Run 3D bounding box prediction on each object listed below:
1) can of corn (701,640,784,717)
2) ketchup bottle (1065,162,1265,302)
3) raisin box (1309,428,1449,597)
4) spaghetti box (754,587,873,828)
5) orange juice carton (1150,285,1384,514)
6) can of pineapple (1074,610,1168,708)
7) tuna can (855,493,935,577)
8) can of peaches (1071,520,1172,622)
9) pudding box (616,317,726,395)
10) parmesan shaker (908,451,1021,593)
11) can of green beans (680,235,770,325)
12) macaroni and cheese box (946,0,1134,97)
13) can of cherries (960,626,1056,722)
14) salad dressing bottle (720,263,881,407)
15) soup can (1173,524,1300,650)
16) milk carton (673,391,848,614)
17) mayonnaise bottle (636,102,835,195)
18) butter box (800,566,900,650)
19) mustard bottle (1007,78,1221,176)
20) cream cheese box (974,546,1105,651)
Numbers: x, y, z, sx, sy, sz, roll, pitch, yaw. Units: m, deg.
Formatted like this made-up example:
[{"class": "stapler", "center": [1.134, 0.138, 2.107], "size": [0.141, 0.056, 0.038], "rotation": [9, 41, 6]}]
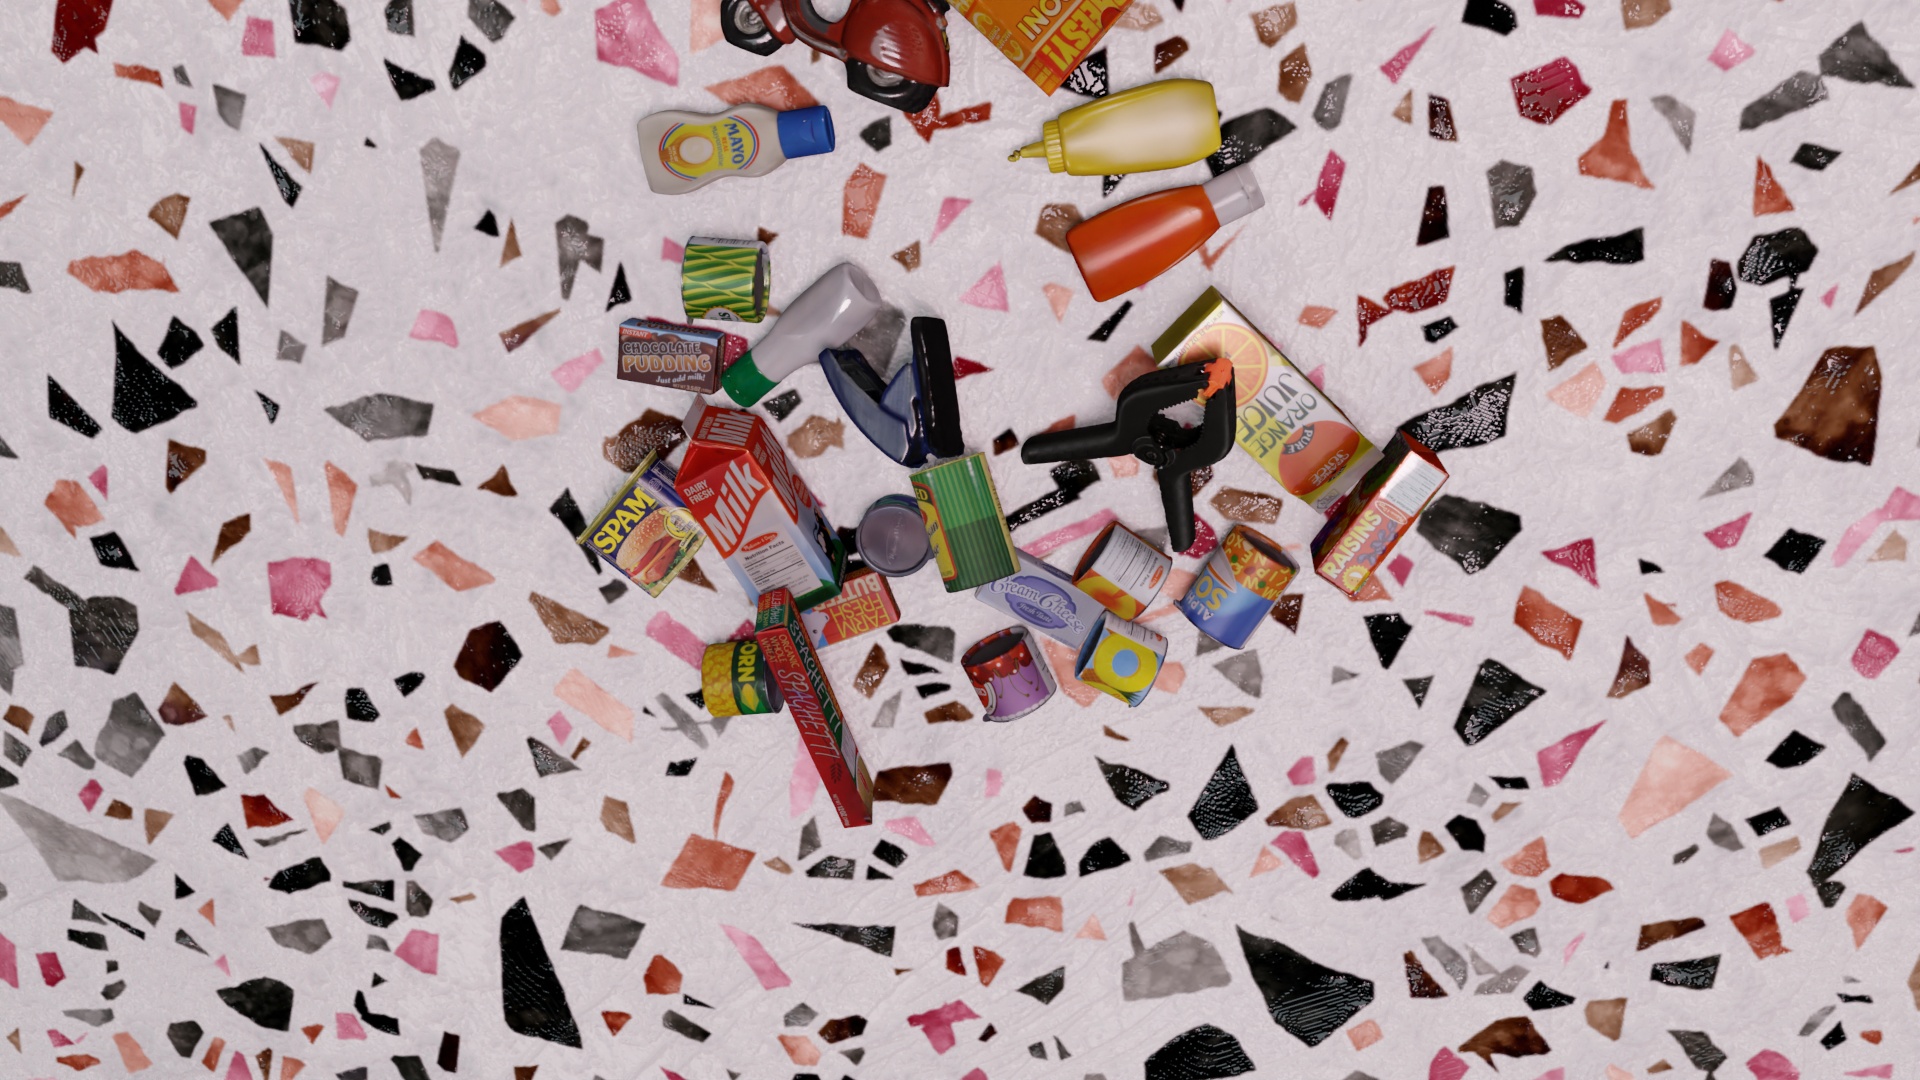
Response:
[{"class": "can of corn", "center": [-0.191, 0.119, 1.219], "size": [0.058, 0.071, 0.071], "rotation": [-5, 109, 8]}, {"class": "ketchup bottle", "center": [0.160, -0.242, 1.074], "size": [0.148, 0.044, 0.064], "rotation": [-24, 106, 13]}, {"class": "raisin box", "center": [0.333, -0.022, 1.111], "size": [0.040, 0.086, 0.123], "rotation": [34, 109, 0]}, {"class": "spaghetti box", "center": [-0.122, 0.148, 1.191], "size": [0.029, 0.050, 0.248], "rotation": [-13, 127, 7]}, {"class": "orange juice carton", "center": [0.244, -0.107, 1.098], "size": [0.192, 0.073, 0.071], "rotation": [42, 107, -10]}, {"class": "can of pineapple", "center": [0.136, 0.102, 1.183], "size": [0.058, 0.071, 0.070], "rotation": [26, 110, -3]}, {"class": "tuna can", "center": [-0.052, -0.004, 1.182], "size": [0.071, 0.033, 0.070], "rotation": [2, 109, 5]}, {"class": "can of peaches", "center": [0.133, 0.026, 1.159], "size": [0.058, 0.071, 0.071], "rotation": [34, 109, -7]}, {"class": "pudding box", "center": [-0.239, -0.153, 1.150], "size": [0.084, 0.030, 0.049], "rotation": [10, 109, 2]}, {"class": "parmesan shaker", "center": [0.004, -0.014, 1.140], "size": [0.071, 0.071, 0.103], "rotation": [-17, 91, 11]}, {"class": "can of green beans", "center": [-0.186, -0.207, 1.107], "size": [0.058, 0.071, 0.071], "rotation": [5, 110, 3]}, {"class": "macaroni and cheese box", "center": [0.045, -0.423, 0.998], "size": [0.166, 0.040, 0.124], "rotation": [41, 80, -9]}, {"class": "can of cherries", "center": [0.039, 0.116, 1.196], "size": [0.071, 0.072, 0.058], "rotation": [-23, 105, 13]}, {"class": "salad dressing bottle", "center": [-0.131, -0.163, 1.123], "size": [0.147, 0.064, 0.044], "rotation": [-35, 134, 23]}, {"class": "soup can", "center": [0.229, 0.037, 1.152], "size": [0.071, 0.071, 0.083], "rotation": [30, 109, -5]}, {"class": "milk carton", "center": [-0.172, -0.032, 1.149], "size": [0.073, 0.073, 0.190], "rotation": [-25, 115, 13]}, {"class": "mayonnaise bottle", "center": [-0.174, -0.310, 1.083], "size": [0.148, 0.041, 0.064], "rotation": [-7, 107, 8]}, {"class": "butter box", "center": [-0.108, 0.061, 1.215], "size": [0.103, 0.024, 0.053], "rotation": [-19, 107, 12]}, {"class": "mustard bottle", "center": [0.114, -0.308, 1.053], "size": [0.160, 0.049, 0.065], "rotation": [-8, 108, 9]}, {"class": "cream cheese box", "center": [0.069, 0.048, 1.193], "size": [0.104, 0.024, 0.053], "rotation": [28, 109, -4]}]
